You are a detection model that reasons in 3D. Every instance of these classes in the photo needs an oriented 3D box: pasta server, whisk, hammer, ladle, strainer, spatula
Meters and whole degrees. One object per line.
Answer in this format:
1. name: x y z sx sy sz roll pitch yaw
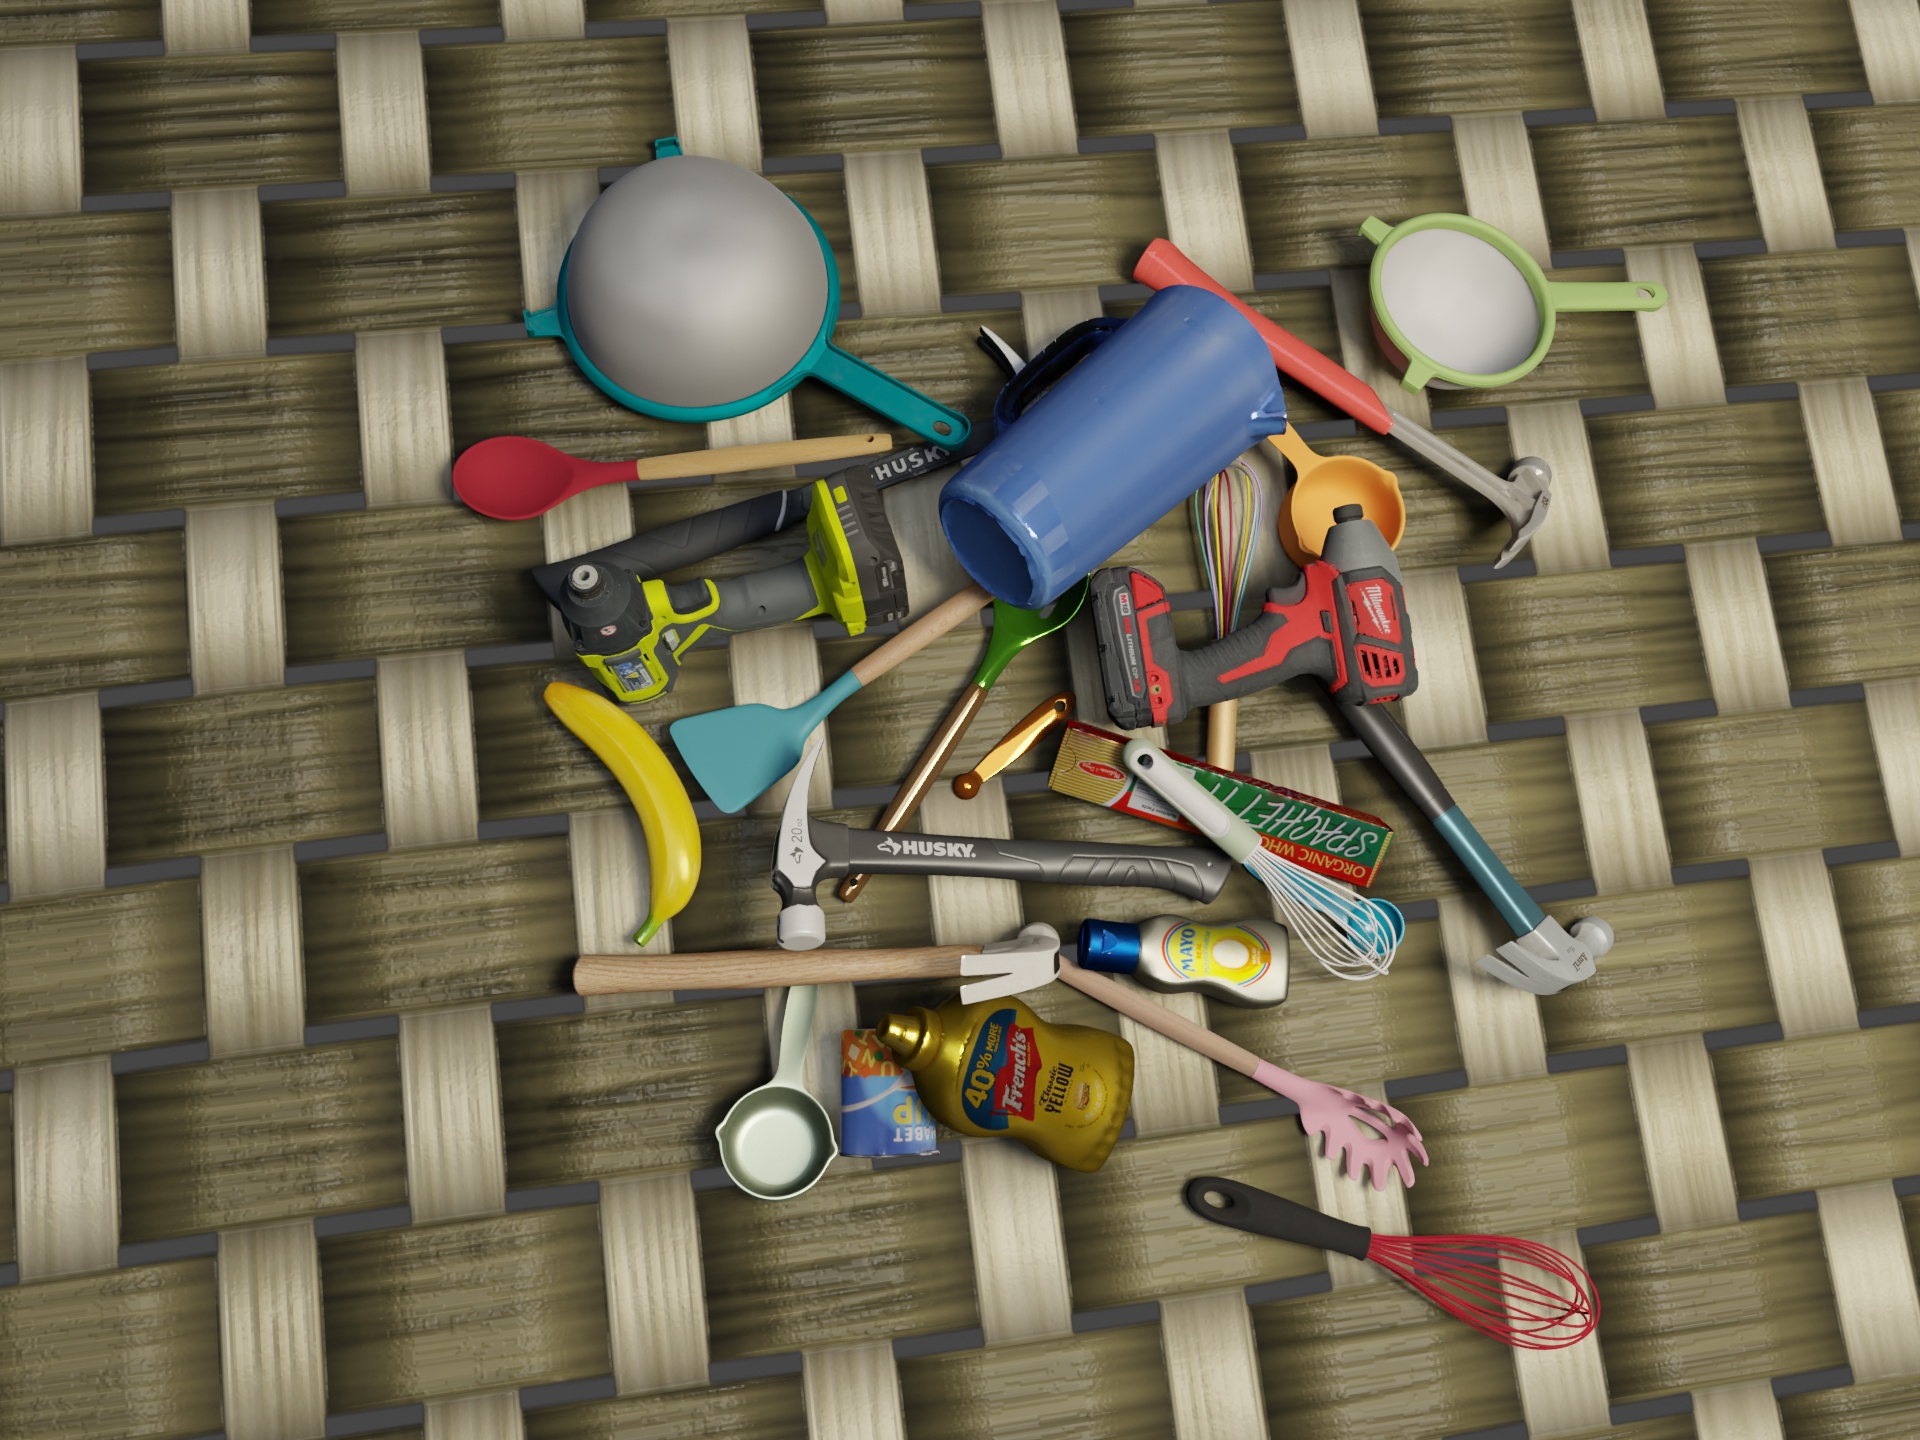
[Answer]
1. pasta server: 0.184 0.238 1.128 0.316 0.040 0.060 27 115 1
2. whisk: 0.195 -0.081 1.185 0.051 0.047 0.245 3 83 10
3. hammer: 0.034 0.092 1.112 0.334 0.035 0.146 4 60 -16
4. ladle: -0.206 -0.185 1.145 0.315 0.031 0.069 -6 70 2
5. hammer: -0.098 0.167 1.076 0.331 0.130 0.031 -3 91 5
6. whisk: 0.301 0.372 1.109 0.296 0.073 0.073 16 79 3
7. whisk: 0.209 0.097 1.120 0.246 0.059 0.058 41 101 -2
8. hammer: 0.283 -0.249 1.200 0.359 0.036 0.149 35 40 6
9. strainer: -0.140 -0.298 1.140 0.340 0.095 0.211 30 76 8
10. hammer: 0.344 0.056 1.162 0.128 0.033 0.331 -25 75 -46
11. spatula: -0.054 -0.047 1.140 0.317 0.044 0.082 -35 70 -4
12. strainer: 0.425 -0.315 1.241 0.256 0.069 0.152 -5 72 -15
13. hammer: -0.115 -0.166 1.171 0.409 0.036 0.149 -21 82 -9

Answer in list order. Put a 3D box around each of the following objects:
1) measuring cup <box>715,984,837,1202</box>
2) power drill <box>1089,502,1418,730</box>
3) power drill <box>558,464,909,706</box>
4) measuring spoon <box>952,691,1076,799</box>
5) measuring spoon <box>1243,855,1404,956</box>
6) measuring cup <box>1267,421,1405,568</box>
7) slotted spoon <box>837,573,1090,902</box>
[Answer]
1. measuring cup: -0.119 0.249 1.101 0.083 0.038 0.168 10 62 -2
2. power drill: 0.206 -0.071 1.129 0.219 0.078 0.143 -8 86 4
3. power drill: -0.153 -0.089 1.074 0.223 0.171 0.080 -19 72 -5
4. measuring spoon: 0.041 0.017 1.165 0.117 0.011 0.021 -40 86 -11
5. measuring spoon: 0.264 0.130 1.170 0.128 0.021 0.042 29 90 9
6. measuring cup: 0.258 -0.183 1.205 0.095 0.052 0.174 -38 84 -11
7. slotted spoon: -0.002 -0.004 1.158 0.070 0.031 0.314 31 80 6
